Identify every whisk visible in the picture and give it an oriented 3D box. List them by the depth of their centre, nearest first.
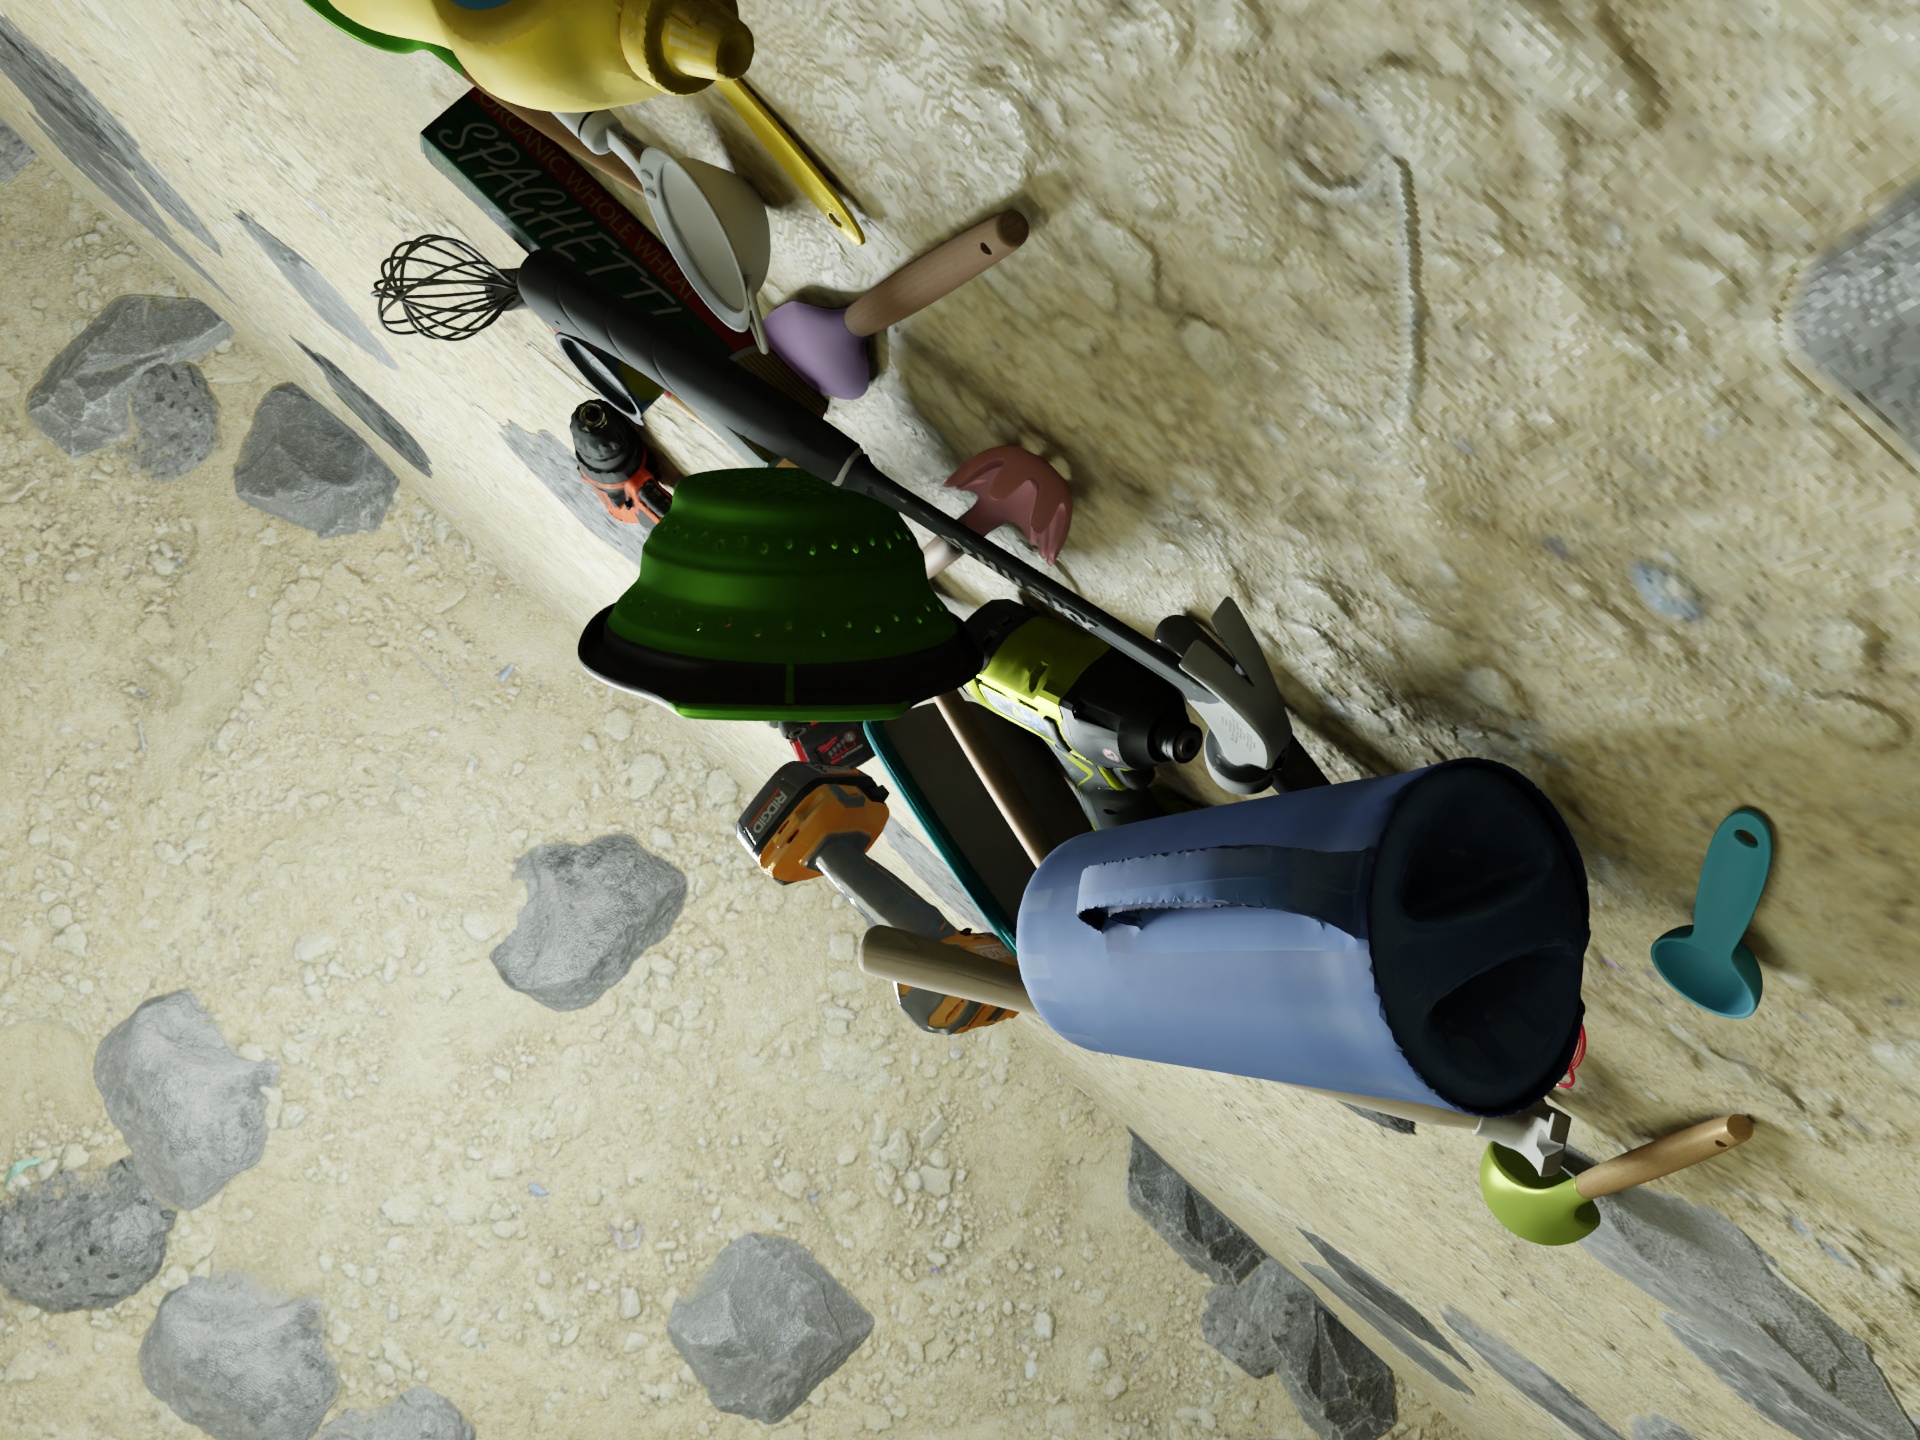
[{"bbox_3d":[0.190,0.065,0.748,0.296,0.073,0.073,49,167,-5],"label":"whisk"},{"bbox_3d":[-0.246,-0.236,0.860,0.055,0.055,0.239,43,-161,-4],"label":"whisk"}]

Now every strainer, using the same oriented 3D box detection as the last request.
[{"bbox_3d":[-0.155,-0.262,0.714,0.258,0.050,0.086,45,162,13],"label":"strainer"},{"bbox_3d":[-0.006,0.008,1.094,0.340,0.095,0.211,57,-179,5],"label":"strainer"}]

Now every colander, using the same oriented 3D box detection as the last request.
[{"bbox_3d":[-0.099,-0.098,0.876,0.397,0.204,0.094,-115,26,-72],"label":"colander"}]

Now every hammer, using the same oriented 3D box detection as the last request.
[{"bbox_3d":[-0.036,-0.101,0.684,0.409,0.036,0.149,33,172,17],"label":"hammer"},{"bbox_3d":[0.133,0.182,0.914,0.411,0.038,0.146,13,176,15],"label":"hammer"}]

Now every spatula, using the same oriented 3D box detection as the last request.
[{"bbox_3d":[-0.035,-0.176,0.687,0.059,0.018,0.316,44,169,-17],"label":"spatula"}]

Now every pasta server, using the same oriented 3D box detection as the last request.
[{"bbox_3d":[-0.001,-0.093,0.825,0.060,0.040,0.316,36,170,-8],"label":"pasta server"}]

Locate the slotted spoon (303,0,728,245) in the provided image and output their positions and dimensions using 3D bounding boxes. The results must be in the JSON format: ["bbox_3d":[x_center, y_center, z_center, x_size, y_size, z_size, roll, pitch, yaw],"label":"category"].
[{"bbox_3d":[-0.221,-0.309,0.783,0.314,0.031,0.070,36,167,18],"label":"slotted spoon"}]

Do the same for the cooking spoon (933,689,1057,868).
[{"bbox_3d":[-0.002,-0.003,0.959,0.319,0.017,0.068,58,175,24],"label":"cooking spoon"}]

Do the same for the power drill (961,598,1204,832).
[{"bbox_3d":[0.099,0.040,0.889,0.171,0.080,0.223,29,159,49],"label":"power drill"}]

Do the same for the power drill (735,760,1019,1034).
[{"bbox_3d":[-0.036,0.131,1.151,0.226,0.084,0.185,43,-167,21],"label":"power drill"}]

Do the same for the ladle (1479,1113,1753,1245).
[{"bbox_3d":[0.364,0.244,0.883,0.078,0.062,0.320,33,159,13],"label":"ladle"}]

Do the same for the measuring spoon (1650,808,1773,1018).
[{"bbox_3d":[0.279,0.065,0.573,0.042,0.021,0.128,34,157,34],"label":"measuring spoon"}]

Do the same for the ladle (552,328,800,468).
[{"bbox_3d":[-0.157,-0.191,0.997,0.315,0.031,0.069,37,168,14],"label":"ladle"}]

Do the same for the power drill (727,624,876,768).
[{"bbox_3d":[-0.124,-0.031,1.164,0.143,0.078,0.219,61,-176,19],"label":"power drill"}]

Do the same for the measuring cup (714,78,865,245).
[{"bbox_3d":[-0.099,-0.241,0.628,0.156,0.029,0.062,46,167,-13],"label":"measuring cup"}]
